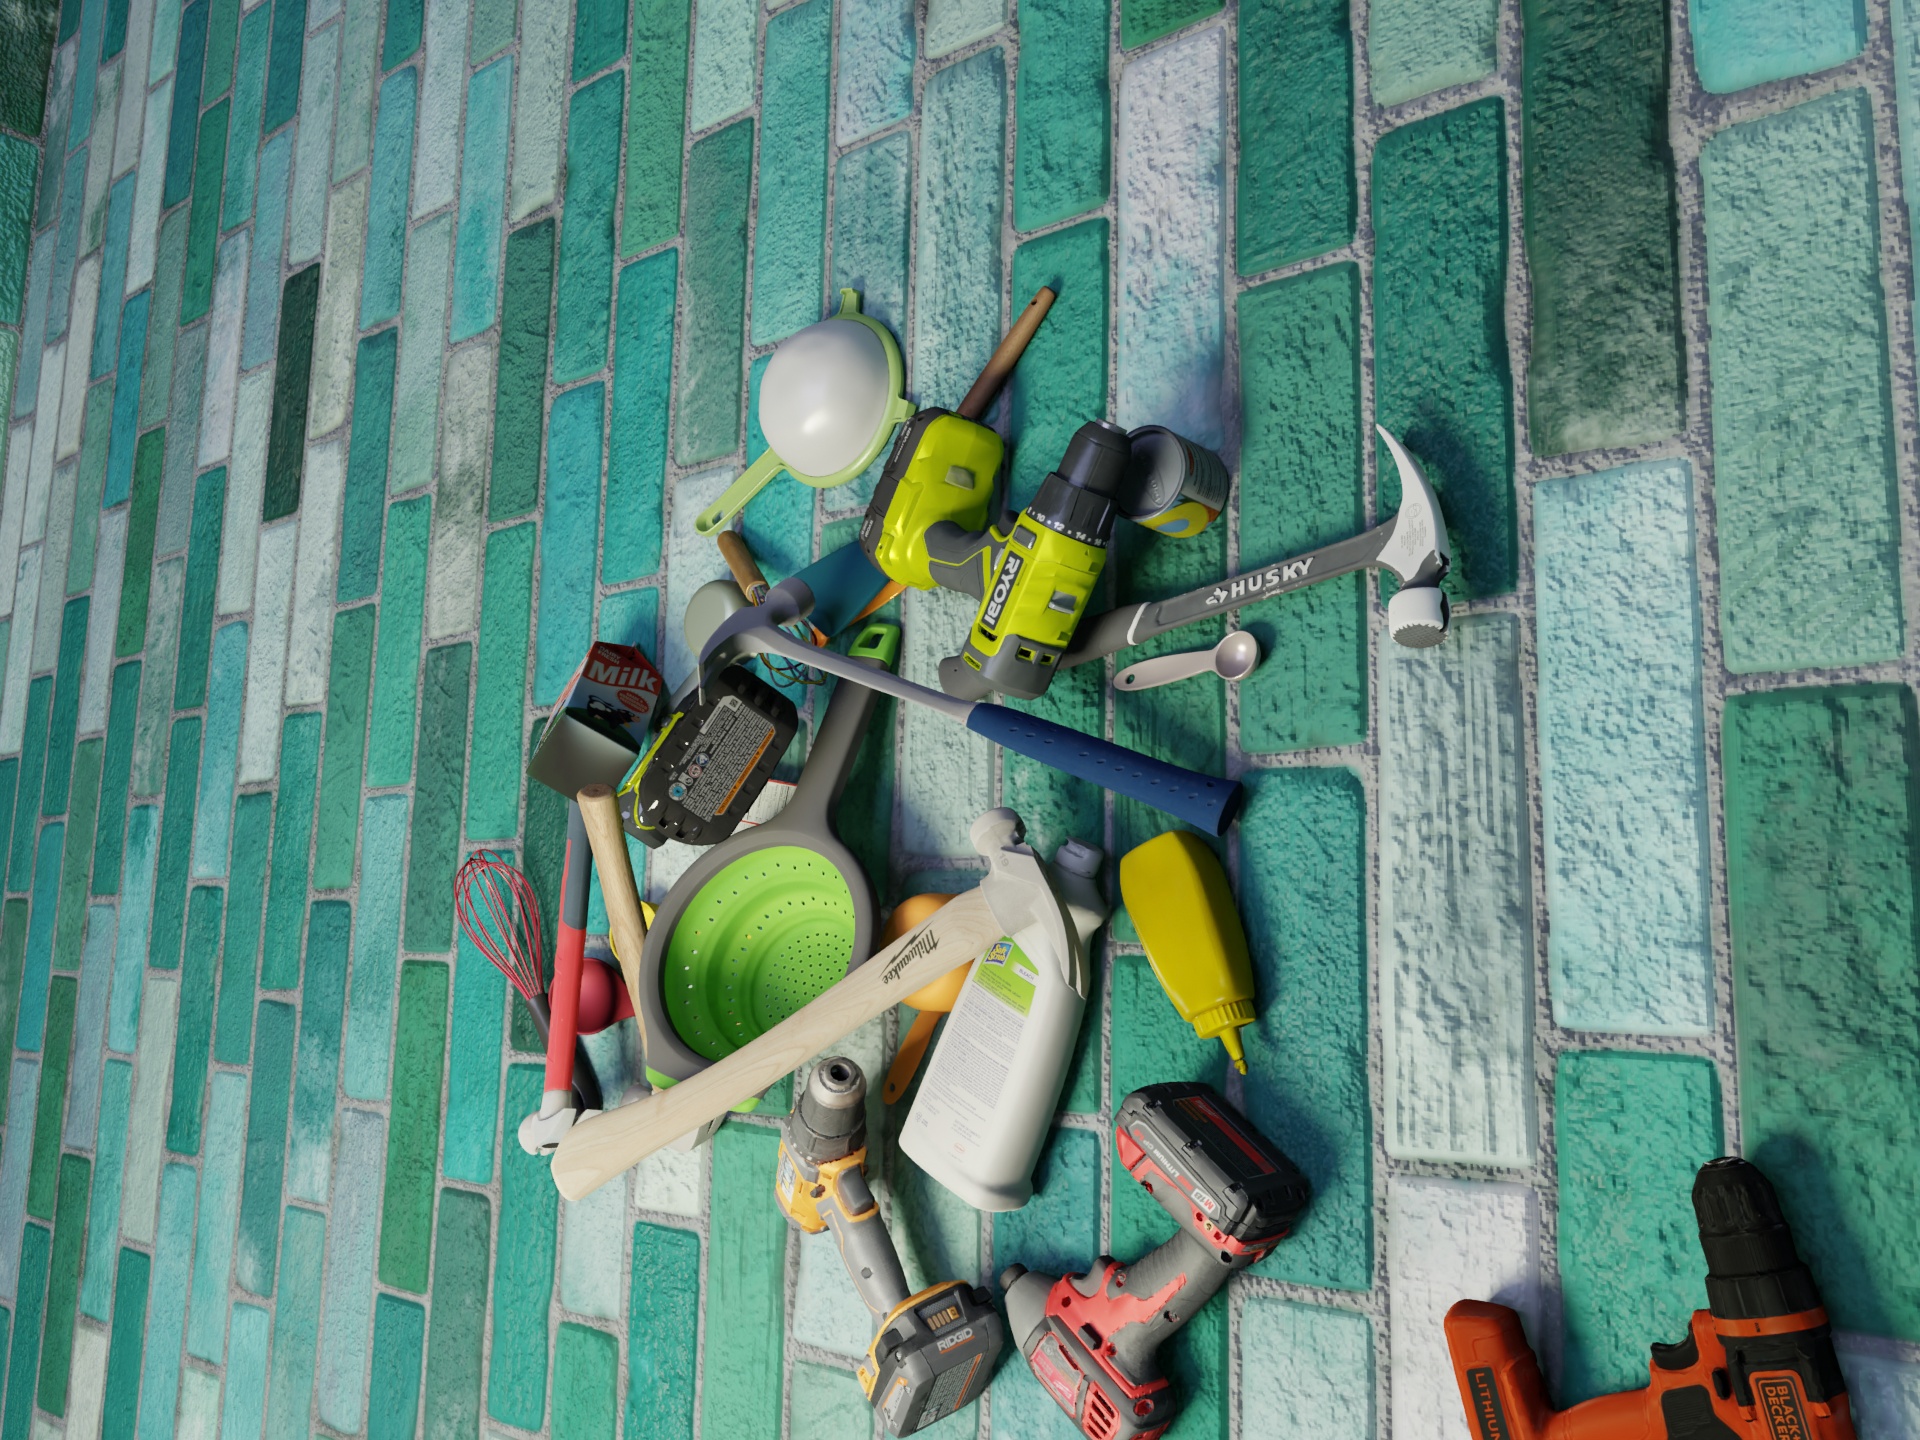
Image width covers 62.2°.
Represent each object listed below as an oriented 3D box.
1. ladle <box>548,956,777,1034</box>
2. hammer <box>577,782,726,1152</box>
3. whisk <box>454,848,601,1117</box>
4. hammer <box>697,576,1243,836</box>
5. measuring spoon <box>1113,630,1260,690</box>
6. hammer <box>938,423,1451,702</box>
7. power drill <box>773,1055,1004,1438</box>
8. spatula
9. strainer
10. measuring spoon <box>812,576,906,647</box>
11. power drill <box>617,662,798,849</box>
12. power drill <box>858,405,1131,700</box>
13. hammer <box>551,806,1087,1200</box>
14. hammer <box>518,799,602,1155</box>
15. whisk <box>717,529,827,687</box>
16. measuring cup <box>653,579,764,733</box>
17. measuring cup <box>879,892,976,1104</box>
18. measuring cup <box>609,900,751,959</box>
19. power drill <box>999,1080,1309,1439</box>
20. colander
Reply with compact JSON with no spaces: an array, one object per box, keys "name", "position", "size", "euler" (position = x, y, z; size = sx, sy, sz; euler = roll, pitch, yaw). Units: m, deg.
[{"name":"ladle","position":[-0.242,0.249,1.363],"size":[0.315,0.031,0.069],"euler":[0,78,38]},{"name":"hammer","position":[-0.256,0.205,1.279],"size":[0.130,0.031,0.331],"euler":[14,121,42]},{"name":"whisk","position":[-0.401,0.244,1.480],"size":[0.073,0.073,0.296],"euler":[-44,64,26]},{"name":"hammer","position":[-0.002,-0.004,1.110],"size":[0.406,0.144,0.035],"euler":[20,129,24]},{"name":"measuring spoon","position":[0.155,-0.035,1.086],"size":[0.124,0.018,0.034],"euler":[-12,63,45]},{"name":"hammer","position":[0.139,-0.076,1.081],"size":[0.409,0.036,0.149],"euler":[-16,59,40]},{"name":"power drill","position":[-0.059,0.358,1.115],"size":[0.226,0.084,0.185],"euler":[54,147,33]},{"name":"spatula","position":[-0.025,-0.205,1.246],"size":[0.317,0.044,0.082],"euler":[-55,49,18]},{"name":"strainer","position":[-0.160,-0.245,1.349],"size":[0.256,0.069,0.152],"euler":[-39,60,27]},{"name":"measuring spoon","position":[-0.078,-0.092,1.295],"size":[0.117,0.011,0.021],"euler":[-33,64,28]},{"name":"power drill","position":[-0.207,0.023,1.274],"size":[0.171,0.080,0.223],"euler":[-58,15,-11]},{"name":"power drill","position":[0.026,-0.142,1.129],"size":[0.229,0.080,0.190],"euler":[42,113,52]},{"name":"hammer","position":[-0.106,0.223,1.086],"size":[0.410,0.038,0.146],"euler":[-33,52,9]},{"name":"hammer","position":[-0.335,0.173,1.392],"size":[0.143,0.038,0.387],"euler":[-39,46,54]},{"name":"whisk","position":[-0.164,-0.097,1.313],"size":[0.245,0.047,0.051],"euler":[-125,19,-49]},{"name":"measuring cup","position":[-0.235,-0.053,1.399],"size":[0.167,0.038,0.083],"euler":[-51,55,19]},{"name":"measuring cup","position":[-0.035,0.208,1.175],"size":[0.095,0.052,0.173],"euler":[31,100,39]},{"name":"measuring cup","position":[-0.235,0.185,1.375],"size":[0.156,0.029,0.062],"euler":[-3,80,28]},{"name":"power drill","position":[0.111,0.346,1.017],"size":[0.143,0.078,0.219],"euler":[41,112,37]},{"name":"colander","position":[-0.109,0.115,1.235],"size":[0.204,0.094,0.397],"euler":[7,67,33]}]
